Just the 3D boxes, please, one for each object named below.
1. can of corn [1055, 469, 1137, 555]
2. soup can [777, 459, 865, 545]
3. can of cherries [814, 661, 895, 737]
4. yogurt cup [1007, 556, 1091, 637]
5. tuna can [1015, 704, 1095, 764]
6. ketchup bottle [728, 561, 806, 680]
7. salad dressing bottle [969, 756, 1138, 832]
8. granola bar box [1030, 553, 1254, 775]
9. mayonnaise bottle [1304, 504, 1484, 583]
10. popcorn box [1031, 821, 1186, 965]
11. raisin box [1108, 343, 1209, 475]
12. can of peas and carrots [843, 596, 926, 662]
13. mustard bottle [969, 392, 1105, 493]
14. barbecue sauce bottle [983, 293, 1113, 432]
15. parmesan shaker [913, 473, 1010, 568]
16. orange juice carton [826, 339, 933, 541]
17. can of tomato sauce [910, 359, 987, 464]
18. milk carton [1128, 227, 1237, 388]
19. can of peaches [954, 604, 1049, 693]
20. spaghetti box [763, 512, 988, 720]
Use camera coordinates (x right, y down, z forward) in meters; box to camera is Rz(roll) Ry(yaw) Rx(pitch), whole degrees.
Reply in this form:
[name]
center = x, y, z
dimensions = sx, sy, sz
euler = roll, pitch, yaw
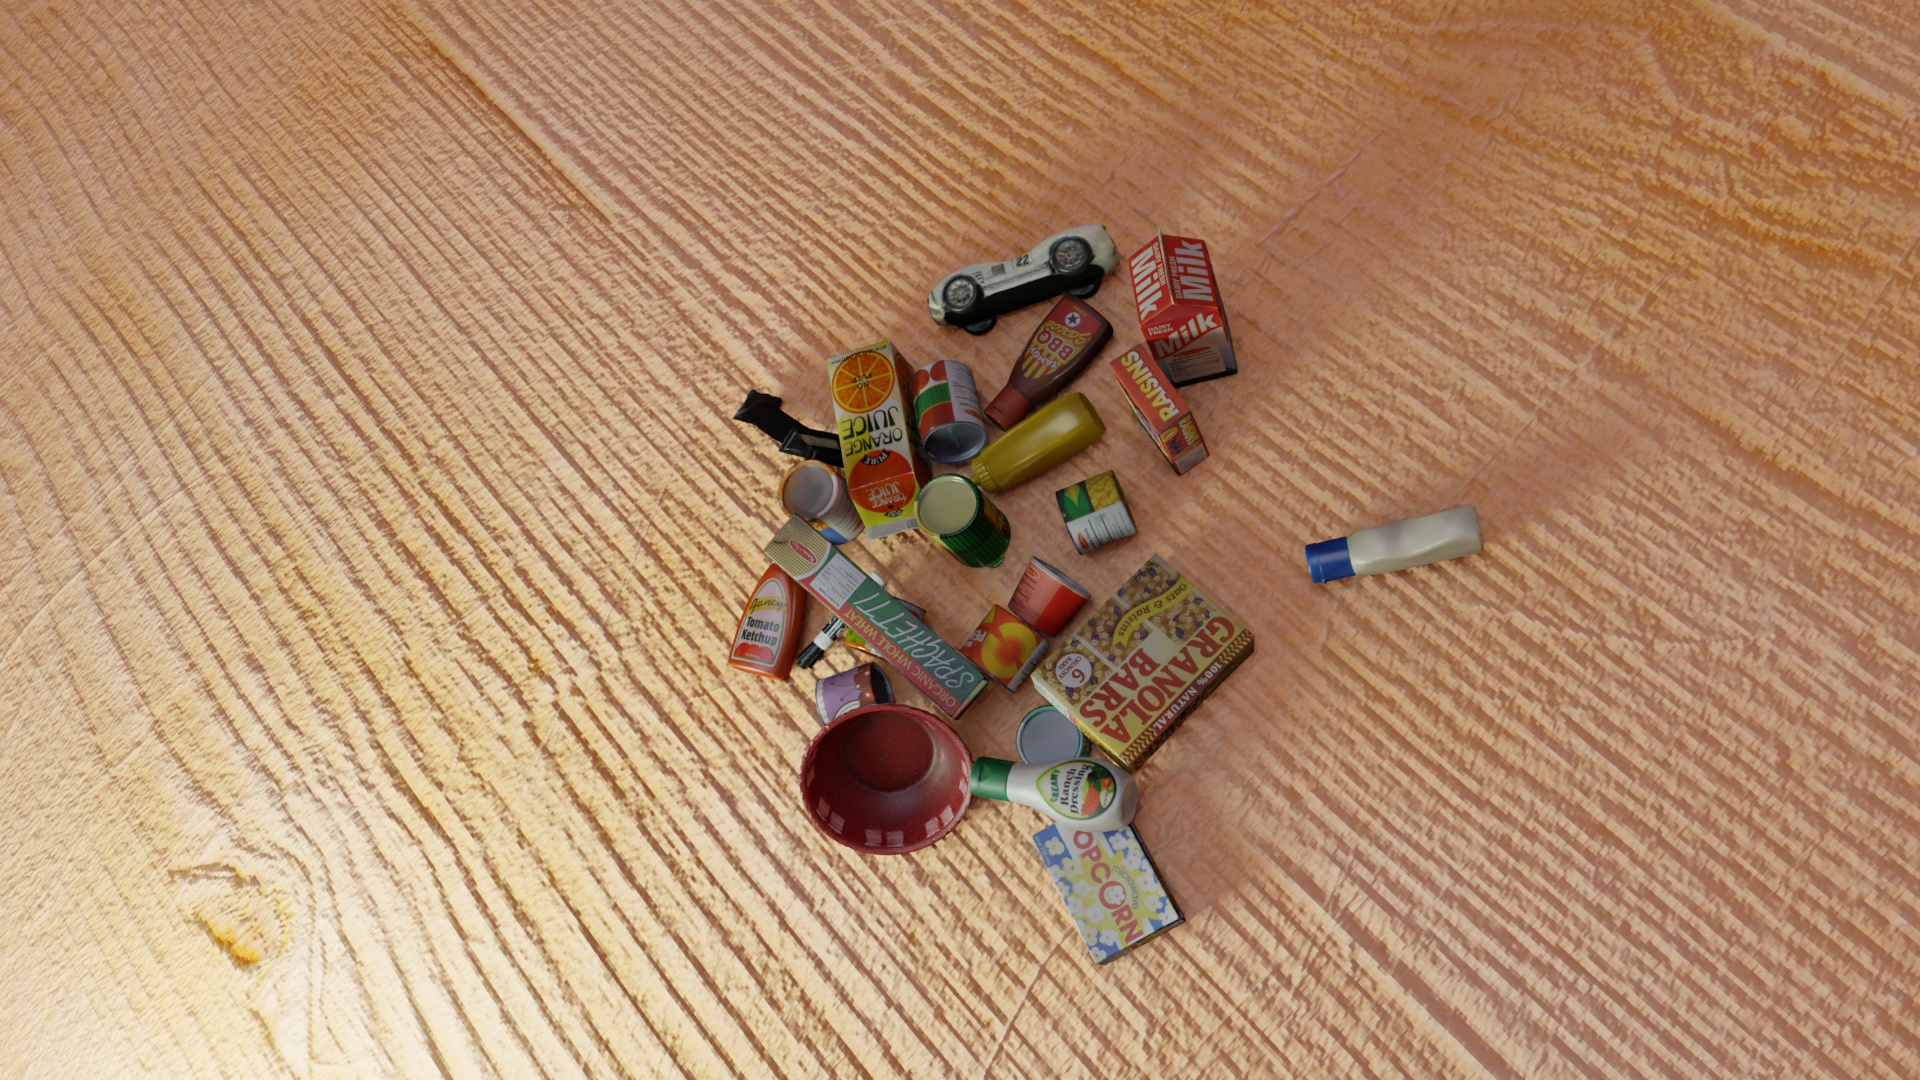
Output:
[can of corn]
center = 0.128, -0.029, 1.318
dimensions = 0.058, 0.071, 0.071
euler = -22, 68, 10
[soup can]
center = -0.140, -0.039, 1.398
dimensions = 0.071, 0.083, 0.071
euler = -5, 72, 17
[can of cherries]
center = -0.099, 0.157, 1.331
dimensions = 0.058, 0.071, 0.071
euler = -19, 69, 11
[yogurt cup]
center = 0.081, 0.055, 1.308
dimensions = 0.072, 0.072, 0.054
euler = 36, 95, 24
[tuna can]
center = 0.088, 0.185, 1.280
dimensions = 0.071, 0.032, 0.071
euler = -5, 72, 17
[ketchup bottle]
center = -0.184, 0.064, 1.403
dimensions = 0.065, 0.043, 0.149
euler = 10, 76, 21
[salad dressing bottle]
center = 0.081, 0.220, 1.229
dimensions = 0.147, 0.044, 0.064
euler = 4, 68, 28
[granola bar box]
center = 0.165, 0.111, 1.257
dimensions = 0.166, 0.039, 0.124
euler = -43, 65, -12
[mayonnaise bottle]
center = 0.382, 0.005, 1.227
dimensions = 0.148, 0.064, 0.041
euler = -13, 71, 18
[popcorn box]
center = 0.130, 0.298, 1.228
dimensions = 0.085, 0.038, 0.127
euler = -30, 67, 6
[raisin box]
center = 0.186, -0.121, 1.296
dimensions = 0.040, 0.123, 0.086
euler = -33, 67, 6
[can of peas and carrots]
center = -0.075, 0.085, 1.349
dimensions = 0.071, 0.071, 0.059
euler = 16, 80, 22
[mustard bottle]
center = 0.062, -0.087, 1.360
dimensions = 0.160, 0.065, 0.049
euler = -30, 71, 12
[barbecue sauce bottle]
center = 0.084, -0.173, 1.389
dimensions = 0.065, 0.043, 0.148
euler = 40, 89, 23
[parmesan shaker]
center = 0.005, -0.017, 1.333
dimensions = 0.071, 0.103, 0.071
euler = -5, 72, 17
[orange juice carton]
center = -0.077, -0.096, 1.402
dimensions = 0.072, 0.073, 0.193
euler = -16, 70, 13
[can of tomato sauce]
center = -0.014, -0.128, 1.387
dimensions = 0.071, 0.071, 0.083
euler = -20, 55, 12
[milk carton]
center = 0.204, -0.214, 1.282
dimensions = 0.073, 0.190, 0.072
euler = -12, 70, 14
[can of peaches]
center = 0.040, 0.100, 1.304
dimensions = 0.071, 0.071, 0.058
euler = 37, 87, 24
[spaghetti box]
center = -0.080, 0.071, 1.301
dimensions = 0.250, 0.028, 0.050
euler = 40, 86, 16
